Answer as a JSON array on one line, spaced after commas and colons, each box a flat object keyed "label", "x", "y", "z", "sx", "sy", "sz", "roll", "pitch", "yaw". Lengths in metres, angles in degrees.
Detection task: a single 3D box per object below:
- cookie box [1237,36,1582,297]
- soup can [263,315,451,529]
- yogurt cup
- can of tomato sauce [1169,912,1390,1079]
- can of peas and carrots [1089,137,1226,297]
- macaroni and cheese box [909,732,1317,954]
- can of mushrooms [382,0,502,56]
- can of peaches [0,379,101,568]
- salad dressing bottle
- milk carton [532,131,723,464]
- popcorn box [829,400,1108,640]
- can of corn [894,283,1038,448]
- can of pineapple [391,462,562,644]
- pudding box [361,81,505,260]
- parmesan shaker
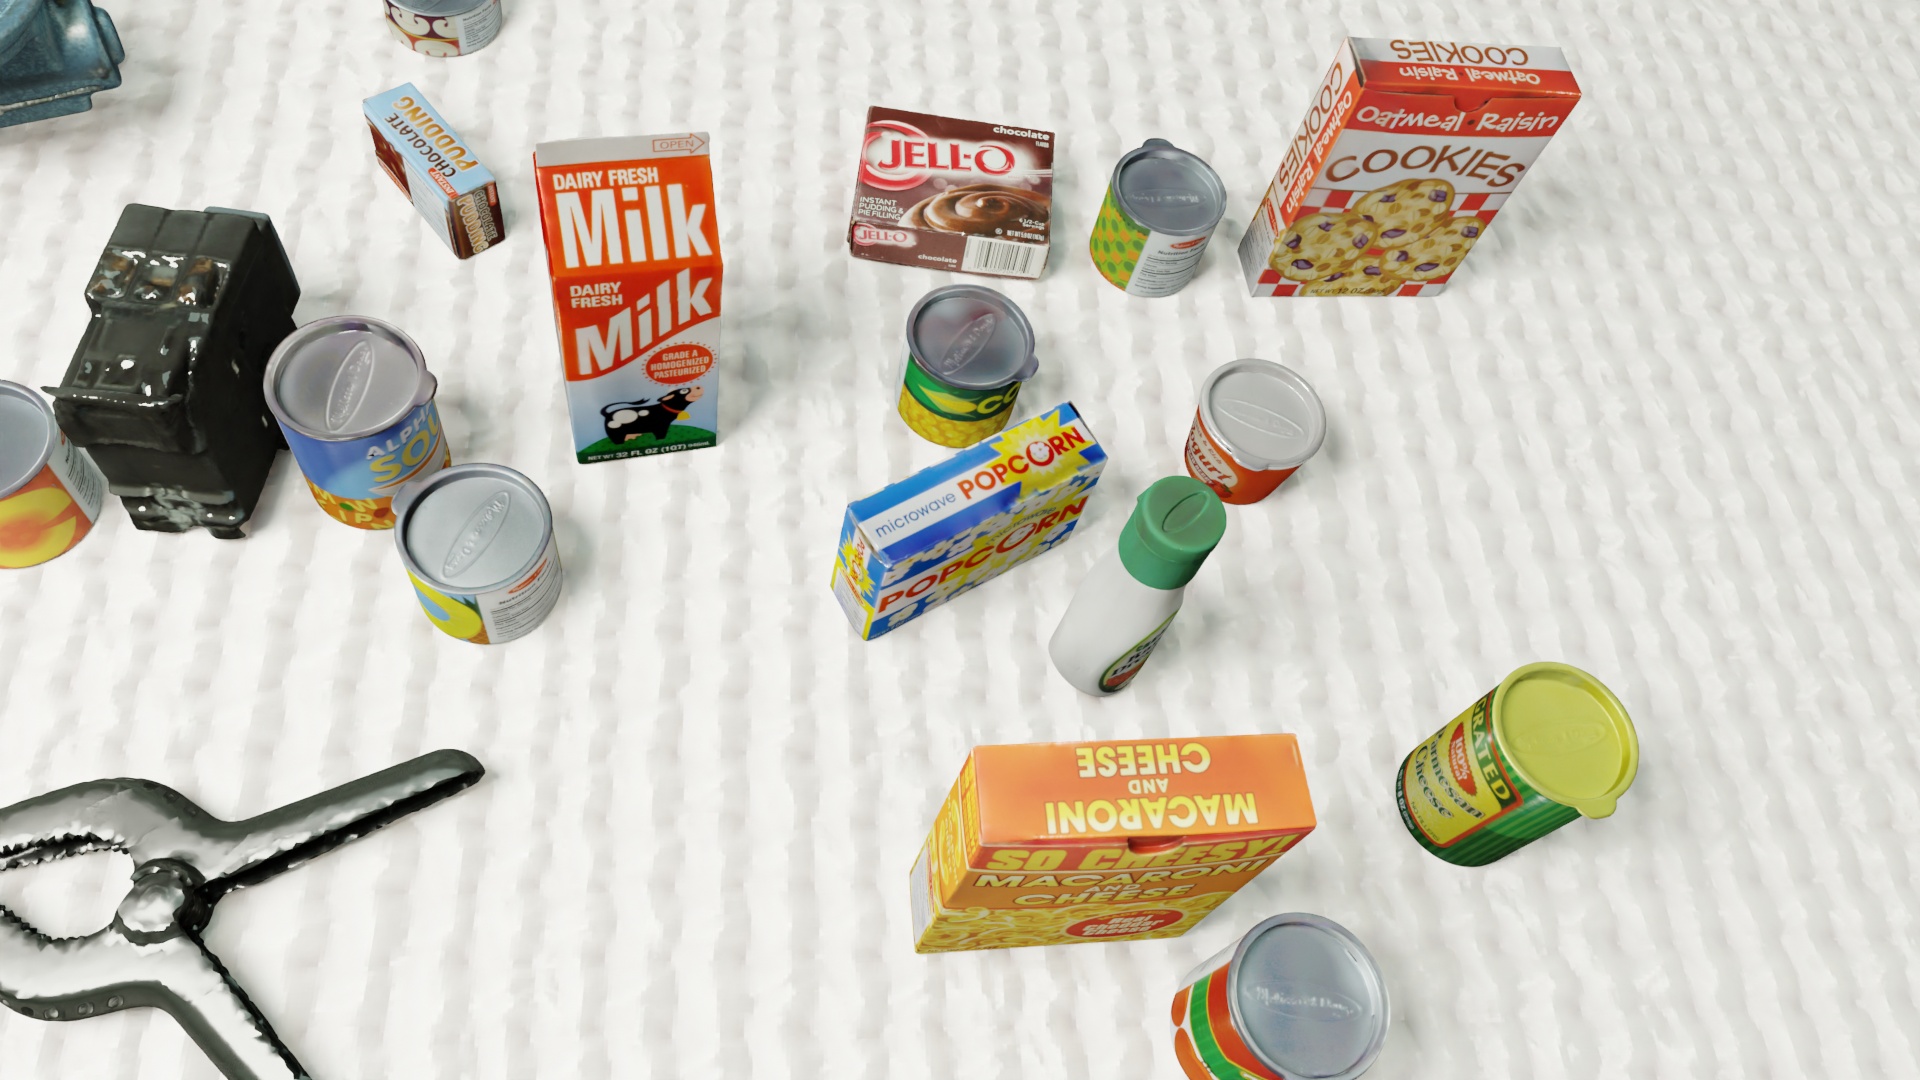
[{"label": "cookie box", "x": 0.241, "y": -0.200, "z": 0.769, "sx": 0.123, "sy": 0.166, "sz": 0.040, "roll": -2, "pitch": 62, "yaw": -12}, {"label": "soup can", "x": -0.271, "y": -0.052, "z": 0.640, "sx": 0.071, "sy": 0.083, "sz": 0.071, "roll": 5, "pitch": 61, "yaw": -8}, {"label": "yogurt cup", "x": 0.153, "y": -0.055, "z": 0.738, "sx": 0.072, "sy": 0.053, "sz": 0.073, "roll": 5, "pitch": 61, "yaw": -8}, {"label": "can of tomato sauce", "x": 0.130, "y": 0.199, "z": 0.576, "sx": 0.071, "sy": 0.082, "sz": 0.071, "roll": 5, "pitch": 61, "yaw": -8}, {"label": "can of peas and carrots", "x": 0.111, "y": -0.185, "z": 0.799, "sx": 0.071, "sy": 0.058, "sz": 0.071, "roll": 5, "pitch": 61, "yaw": -8}, {"label": "macaroni and cheese box", "x": 0.052, "y": 0.126, "z": 0.554, "sx": 0.124, "sy": 0.165, "sz": 0.040, "roll": -1, "pitch": 62, "yaw": -11}, {"label": "can of mushrooms", "x": -0.305, "y": -0.317, "z": 0.809, "sx": 0.071, "sy": 0.033, "sz": 0.071, "roll": 5, "pitch": 61, "yaw": -8}, {"label": "can of peaches", "x": -0.427, "y": -0.028, "z": 0.612, "sx": 0.071, "sy": 0.057, "sz": 0.071, "roll": 5, "pitch": 61, "yaw": -8}, {"label": "salad dressing bottle", "x": 0.079, "y": 0.023, "z": 0.627, "sx": 0.064, "sy": 0.147, "sz": 0.044, "roll": -38, "pitch": 74, "yaw": -26}, {"label": "milk carton", "x": -0.151, "y": -0.117, "z": 0.637, "sx": 0.072, "sy": 0.189, "sz": 0.074, "roll": -9, "pitch": 64, "yaw": -15}, {"label": "popcorn box", "x": 0.002, "y": -0.008, "z": 0.666, "sx": 0.127, "sy": 0.084, "sz": 0.038, "roll": -27, "pitch": 70, "yaw": -22}, {"label": "can of corn", "x": 0.003, "y": -0.089, "z": 0.726, "sx": 0.071, "sy": 0.058, "sz": 0.071, "roll": 5, "pitch": 61, "yaw": -8}, {"label": "can of pineapple", "x": -0.219, "y": 0.006, "z": 0.633, "sx": 0.071, "sy": 0.057, "sz": 0.071, "roll": 5, "pitch": 61, "yaw": -8}, {"label": "pudding box", "x": -0.279, "y": -0.196, "z": 0.738, "sx": 0.030, "sy": 0.049, "sz": 0.084, "roll": -35, "pitch": 73, "yaw": -25}, {"label": "parmesan shaker", "x": 0.252, "y": 0.108, "z": 0.638, "sx": 0.071, "sy": 0.102, "sz": 0.071, "roll": 5, "pitch": 61, "yaw": -8}]
